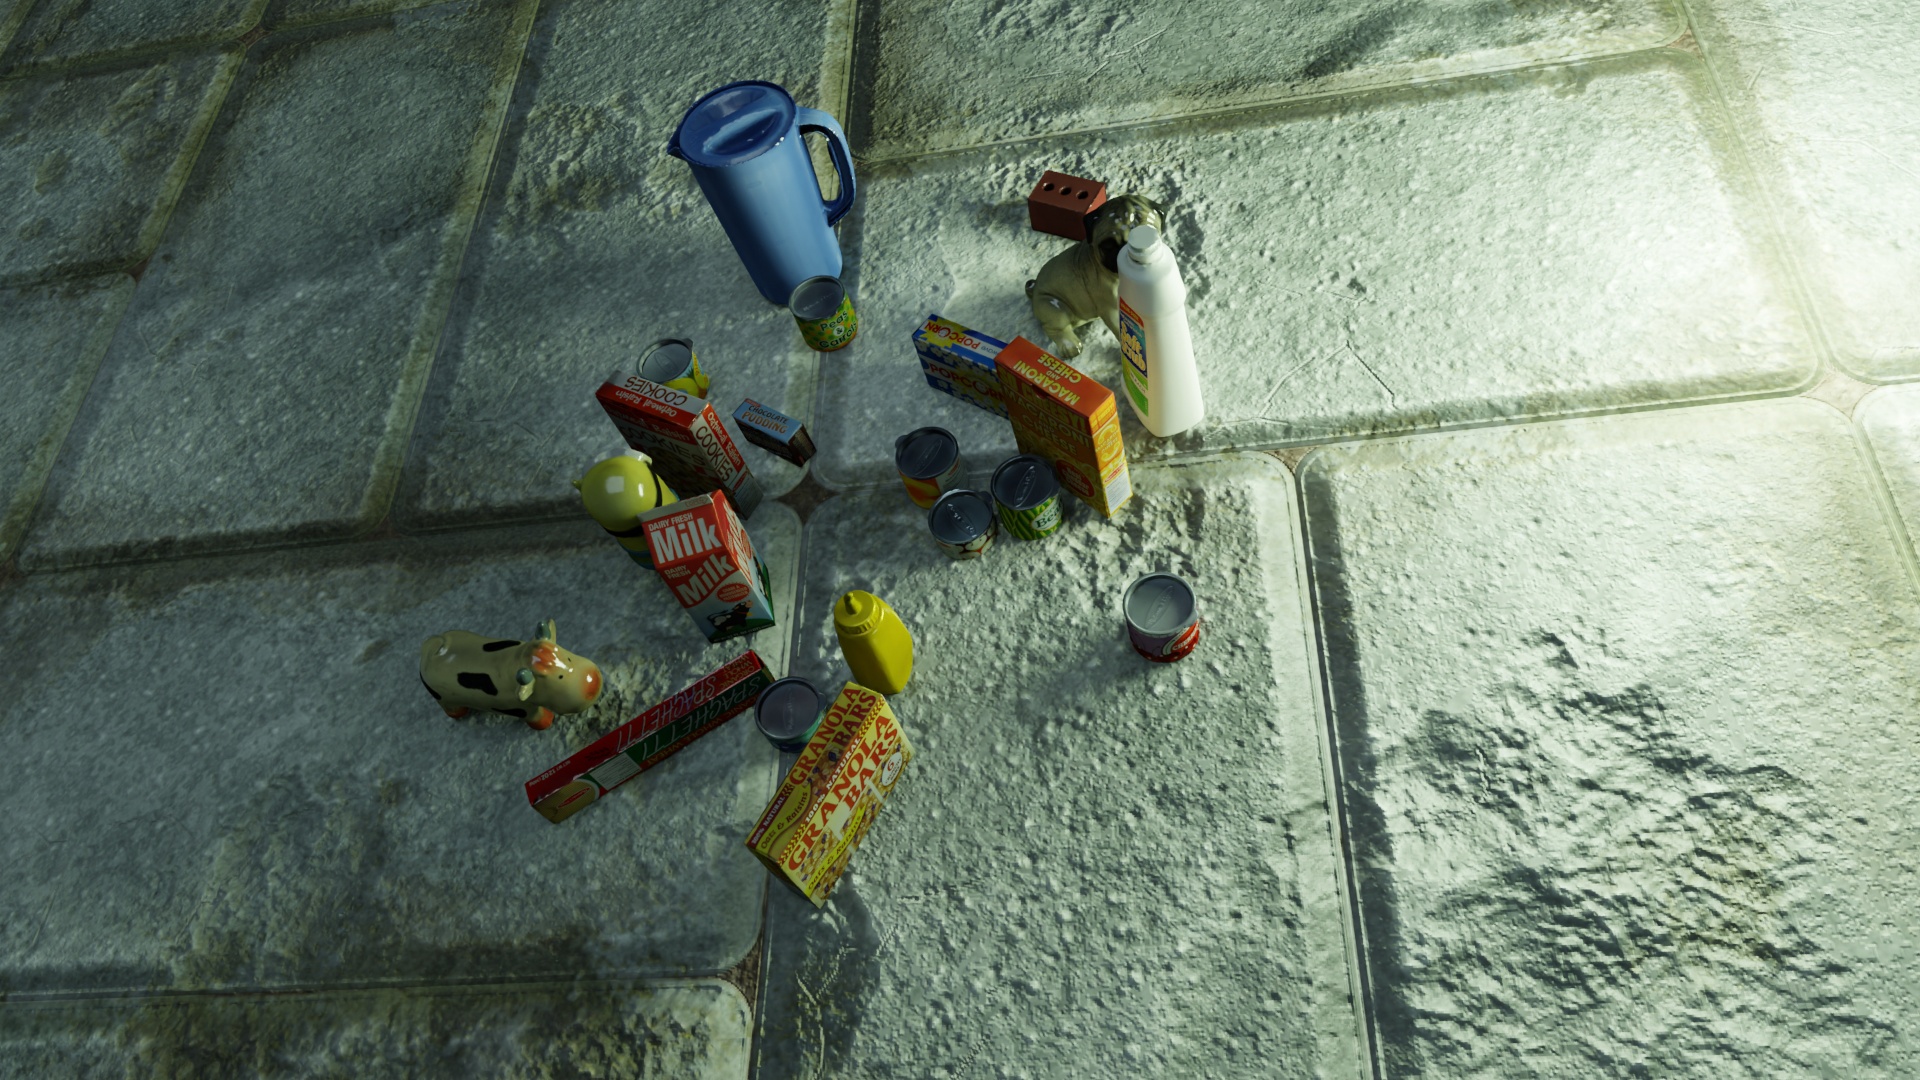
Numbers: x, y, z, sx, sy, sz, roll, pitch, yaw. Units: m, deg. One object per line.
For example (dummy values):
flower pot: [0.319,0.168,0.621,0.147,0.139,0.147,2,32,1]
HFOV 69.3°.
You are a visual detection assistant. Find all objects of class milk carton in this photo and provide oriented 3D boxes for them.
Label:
milk carton: [-0.242,0.017,1.334,0.072,0.189,0.074,-16,55,3]

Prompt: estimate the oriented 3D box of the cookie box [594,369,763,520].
cookie box: [-0.288,-0.096,1.433,0.123,0.166,0.040,20,65,24]

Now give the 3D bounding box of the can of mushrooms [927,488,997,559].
can of mushrooms: [0.005,-0.017,1.390,0.071,0.033,0.071,-6,56,10]

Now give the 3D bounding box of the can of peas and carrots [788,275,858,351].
can of peas and carrots: [-0.153,-0.255,1.569,0.071,0.058,0.071,-6,56,10]

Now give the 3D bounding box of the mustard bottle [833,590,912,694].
mustard bottle: [-0.084,0.084,1.269,0.049,0.159,0.065,6,60,17]

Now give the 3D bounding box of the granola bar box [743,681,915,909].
granola bar box: [-0.111,0.221,1.208,0.039,0.123,0.166,21,65,25]

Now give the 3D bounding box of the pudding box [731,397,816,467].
pudding box: [-0.201,-0.117,1.496,0.084,0.049,0.030,27,68,27]

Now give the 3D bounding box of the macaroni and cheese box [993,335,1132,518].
macaroni and cheese box: [0.101,-0.108,1.345,0.124,0.165,0.040,36,72,30]

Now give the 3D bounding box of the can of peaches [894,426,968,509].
can of peaches: [-0.031,-0.075,1.422,0.071,0.057,0.071,-6,56,10]

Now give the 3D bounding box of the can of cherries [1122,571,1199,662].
can of cherries: [0.186,0.072,1.272,0.071,0.058,0.072,-6,56,10]

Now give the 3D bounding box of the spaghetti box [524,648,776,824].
spaghetti box: [-0.291,0.186,1.321,0.250,0.050,0.029,-31,56,-7]

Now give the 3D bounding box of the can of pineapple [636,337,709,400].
can of pineapple: [-0.322,-0.187,1.567,0.071,0.057,0.071,-6,56,10]

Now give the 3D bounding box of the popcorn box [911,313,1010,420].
popcorn box: [0.017,-0.180,1.462,0.127,0.085,0.038,26,67,27]

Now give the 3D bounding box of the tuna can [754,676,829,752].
tuna can: [-0.156,0.164,1.312,0.071,0.032,0.071,-6,56,10]

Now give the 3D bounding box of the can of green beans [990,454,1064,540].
can of green beans: [0.067,-0.042,1.376,0.071,0.057,0.071,-6,56,10]
